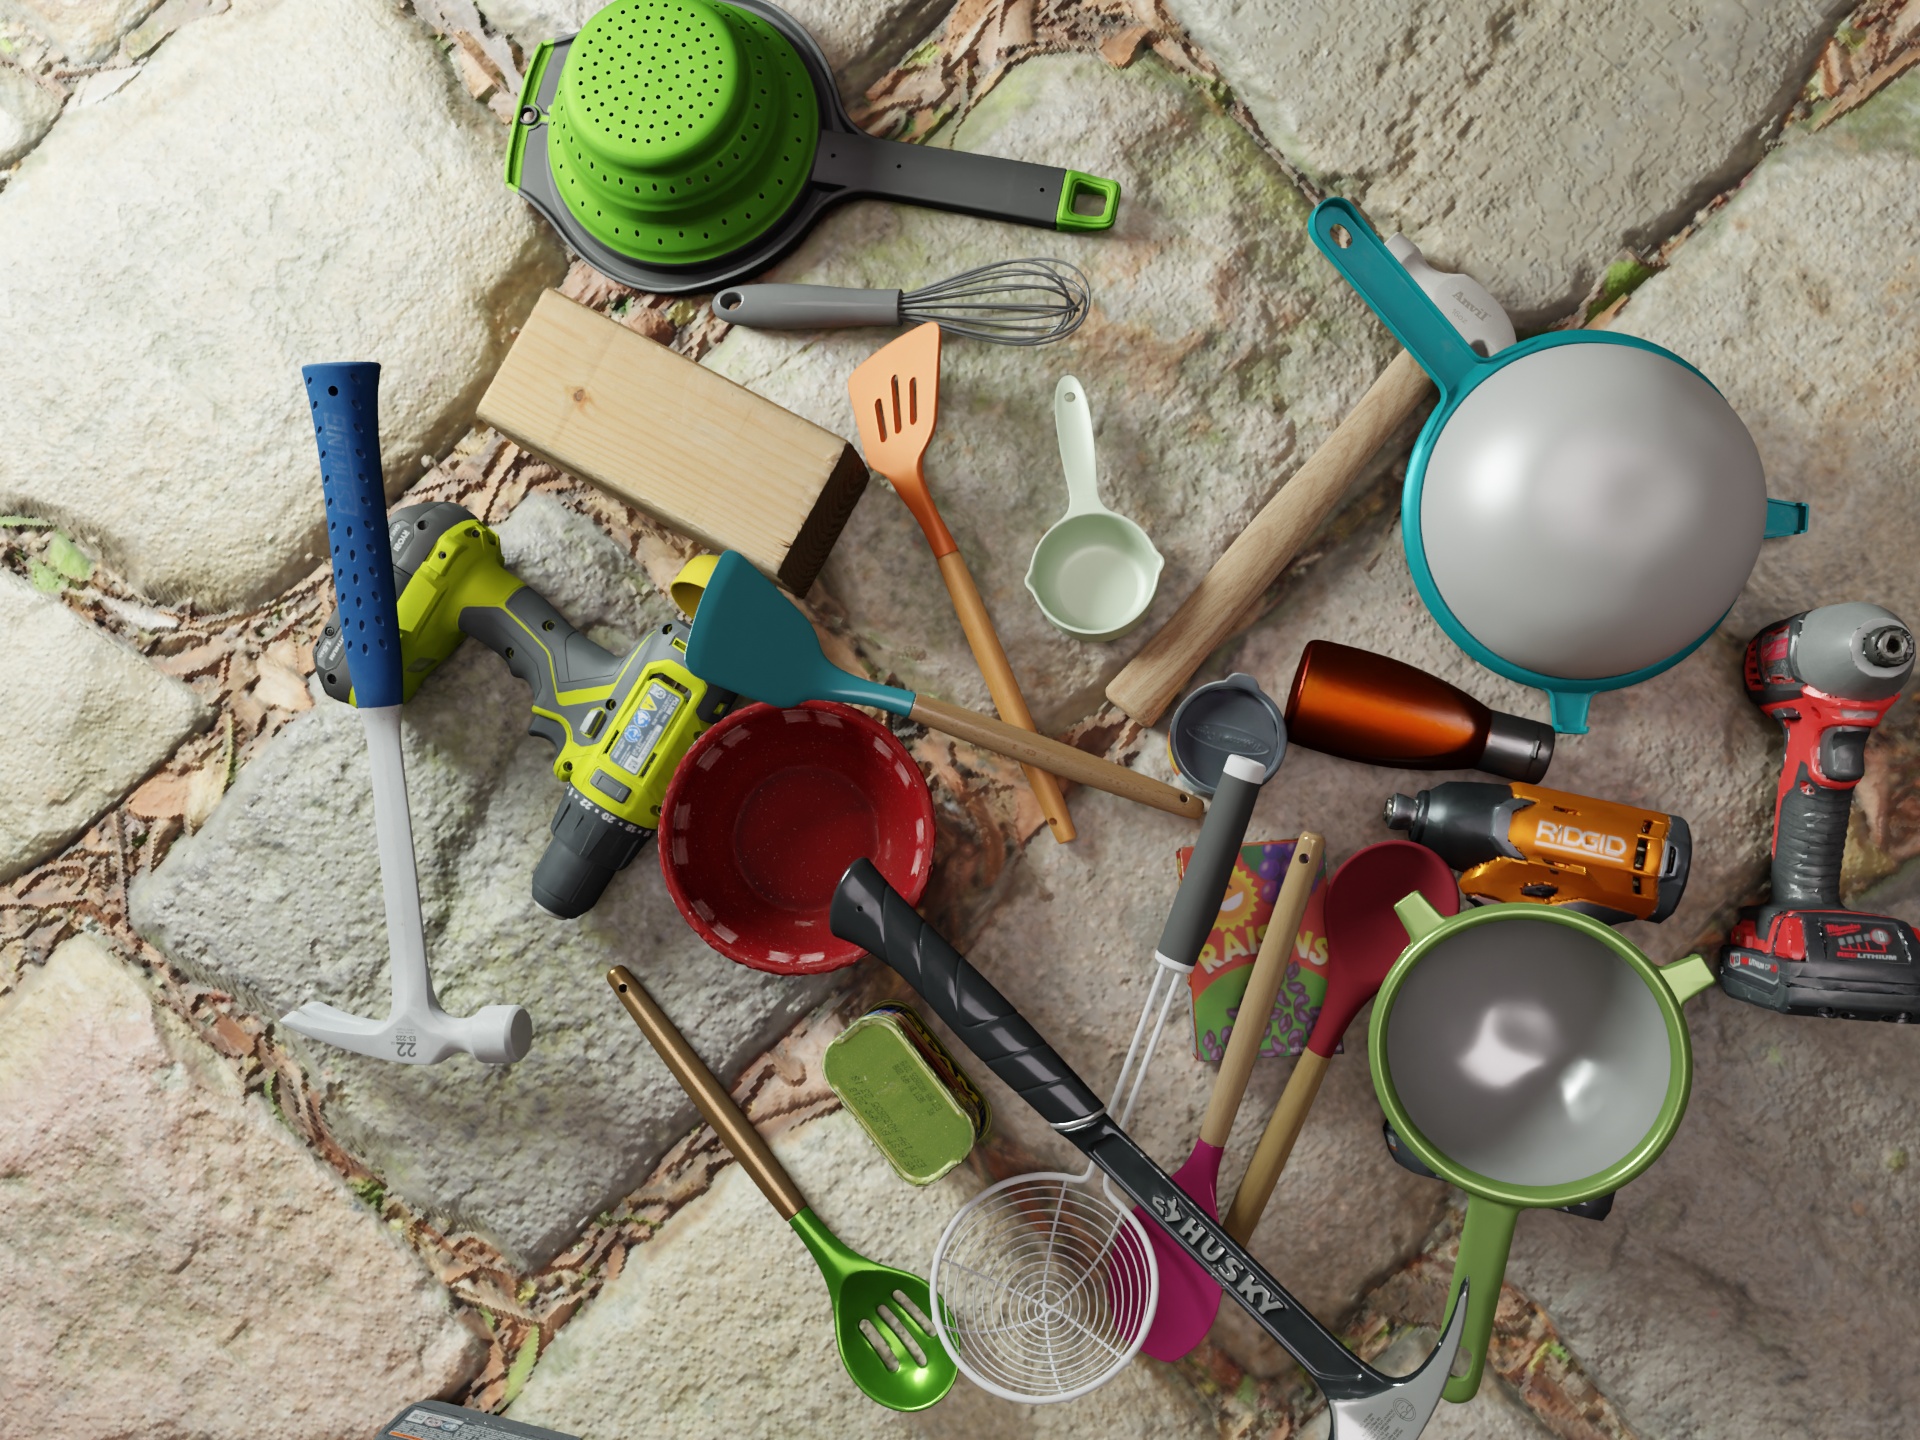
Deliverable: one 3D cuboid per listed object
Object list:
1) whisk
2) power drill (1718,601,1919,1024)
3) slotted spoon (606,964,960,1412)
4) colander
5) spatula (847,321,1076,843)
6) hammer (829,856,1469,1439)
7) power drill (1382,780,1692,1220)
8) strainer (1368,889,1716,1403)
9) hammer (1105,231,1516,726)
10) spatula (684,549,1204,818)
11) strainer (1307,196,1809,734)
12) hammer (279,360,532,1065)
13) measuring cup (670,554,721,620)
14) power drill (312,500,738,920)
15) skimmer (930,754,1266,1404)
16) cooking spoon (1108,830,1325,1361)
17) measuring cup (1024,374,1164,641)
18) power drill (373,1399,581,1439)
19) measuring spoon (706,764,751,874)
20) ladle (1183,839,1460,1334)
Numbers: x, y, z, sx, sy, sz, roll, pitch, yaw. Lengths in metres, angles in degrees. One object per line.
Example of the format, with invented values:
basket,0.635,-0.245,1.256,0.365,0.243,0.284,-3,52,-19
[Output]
whisk,-0.038,-0.258,0.981,0.239,0.055,0.055,2,84,10
power drill,0.470,0.046,0.856,0.078,0.143,0.220,3,86,8
slotted spoon,-0.110,0.269,0.940,0.070,0.031,0.314,-40,80,0
colander,-0.099,-0.360,0.971,0.397,0.094,0.204,11,85,6
spatula,0.008,-0.079,0.960,0.081,0.041,0.322,-23,89,39
hammer,0.080,0.219,0.833,0.409,0.036,0.149,43,100,17
power drill,0.304,0.146,0.892,0.164,0.084,0.226,13,81,8
strainer,0.277,0.216,0.813,0.151,0.069,0.256,12,95,16
hammer,0.208,-0.129,0.952,0.130,0.031,0.331,40,89,8
spatula,-0.001,-0.003,0.913,0.317,0.044,0.082,20,60,-9
strainer,0.320,-0.165,0.881,0.211,0.095,0.340,-43,95,1
hammer,-0.338,0.002,0.913,0.144,0.035,0.405,-2,99,9
measuring cup,-0.102,-0.053,0.968,0.156,0.062,0.029,29,67,-4
power drill,-0.265,-0.009,0.959,0.228,0.080,0.190,32,92,5
skimmer,0.089,0.192,0.873,0.127,0.090,0.363,22,97,25
cooking spoon,0.149,0.212,0.890,0.069,0.017,0.319,22,101,29
measuring cup,0.077,-0.127,0.964,0.083,0.038,0.168,-8,74,8
power drill,-0.271,0.525,0.900,0.185,0.084,0.226,12,89,6
measuring spoon,-0.148,0.062,0.974,0.021,0.011,0.117,16,82,-9
ladle,0.190,0.208,0.885,0.069,0.031,0.315,24,102,11
